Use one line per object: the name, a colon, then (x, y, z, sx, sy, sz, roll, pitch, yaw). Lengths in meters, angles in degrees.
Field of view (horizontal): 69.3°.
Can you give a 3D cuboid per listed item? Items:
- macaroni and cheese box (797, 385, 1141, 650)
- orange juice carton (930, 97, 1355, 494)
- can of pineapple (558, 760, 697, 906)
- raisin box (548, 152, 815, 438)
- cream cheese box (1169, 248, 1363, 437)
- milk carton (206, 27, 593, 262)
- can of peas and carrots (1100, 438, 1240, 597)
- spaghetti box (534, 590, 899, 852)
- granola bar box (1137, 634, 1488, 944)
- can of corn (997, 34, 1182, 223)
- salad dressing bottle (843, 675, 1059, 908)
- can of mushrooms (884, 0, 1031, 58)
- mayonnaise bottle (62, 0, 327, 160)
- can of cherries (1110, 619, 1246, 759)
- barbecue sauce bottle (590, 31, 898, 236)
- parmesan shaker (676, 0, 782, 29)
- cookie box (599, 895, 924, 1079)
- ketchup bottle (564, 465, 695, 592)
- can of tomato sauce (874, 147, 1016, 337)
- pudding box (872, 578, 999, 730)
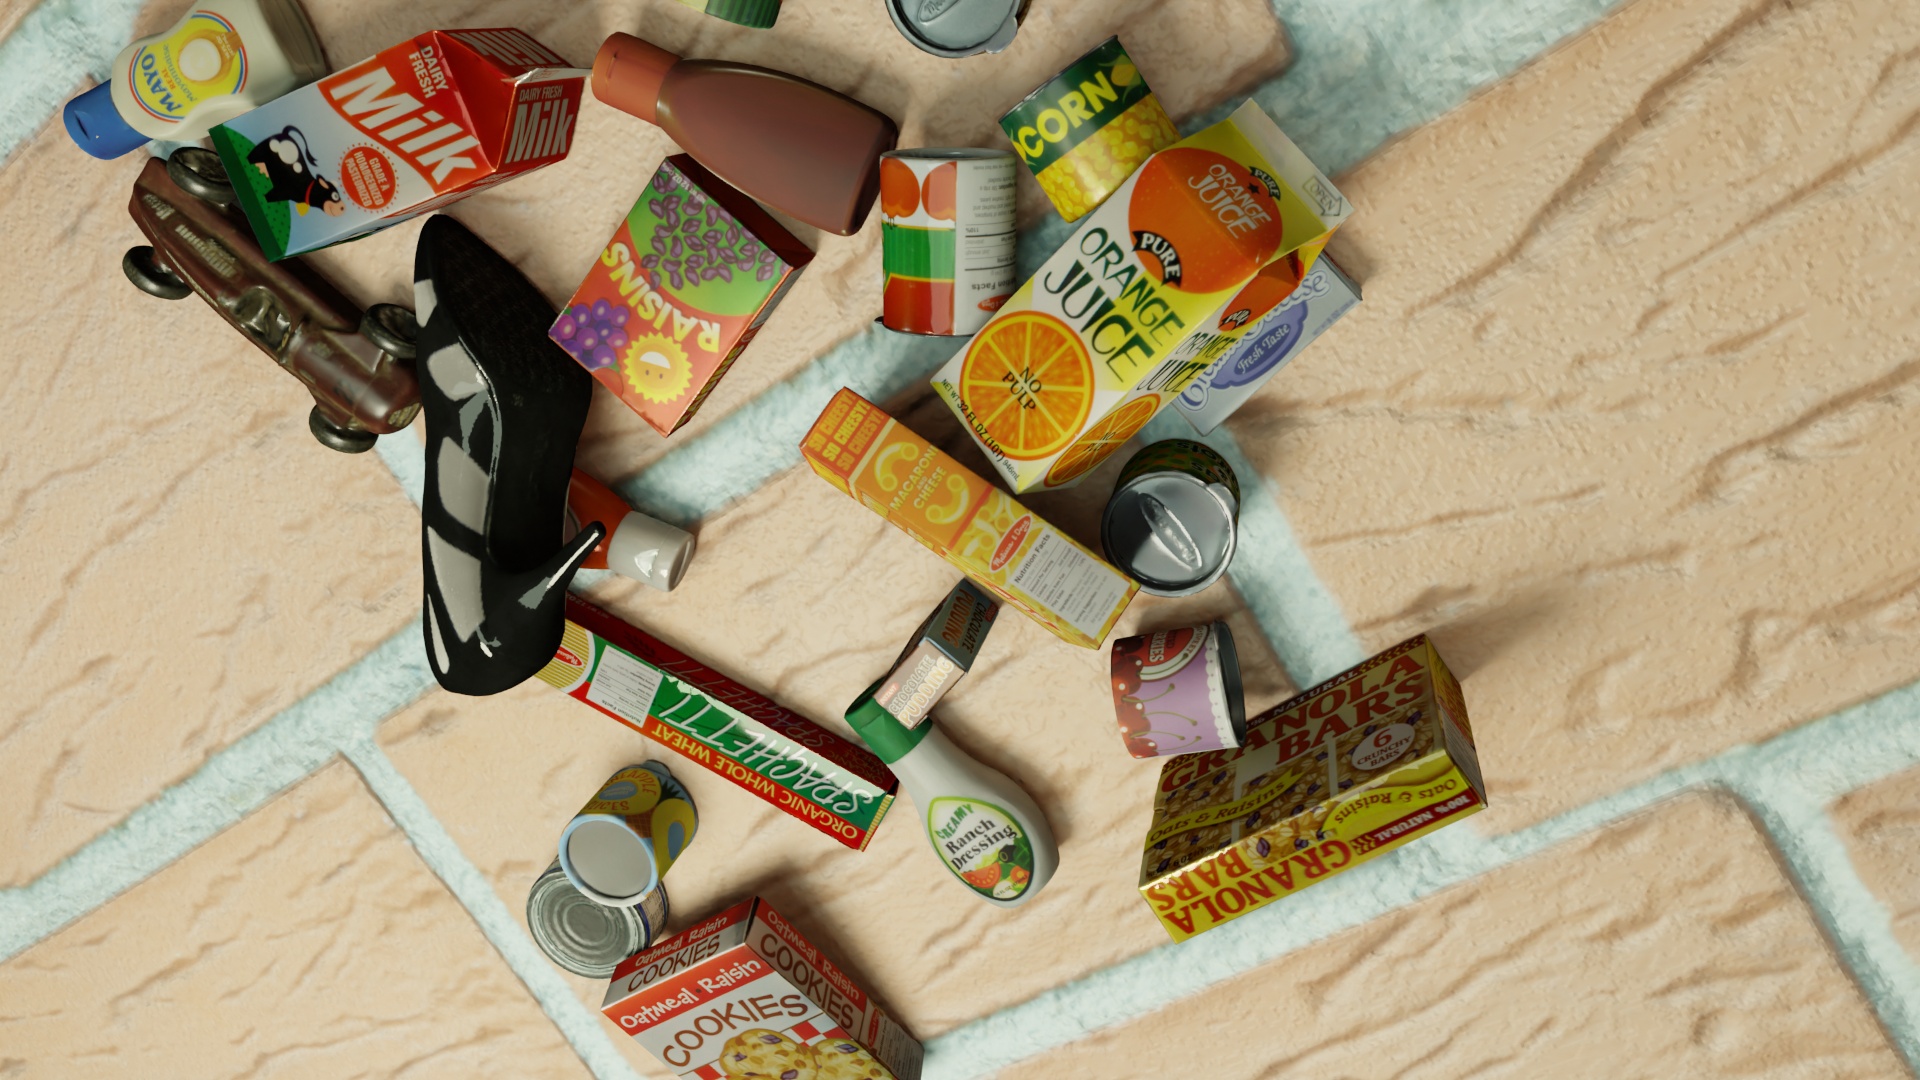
macaroni and cheese box: (0.002, -0.009, 0.693, 0.166, 0.123, 0.040, 34, 86, 0)
orange juice carton: (0.084, -0.109, 0.639, 0.192, 0.073, 0.072, -43, 75, 24)
can of pineapple: (-0.204, 0.179, 0.851, 0.071, 0.058, 0.070, 5, 111, 13)
raisin box: (-0.148, -0.128, 0.731, 0.086, 0.040, 0.123, 41, 115, -4)
cream cheese box: (0.139, -0.103, 0.676, 0.053, 0.024, 0.103, 46, 114, -4)
milk carton: (-0.277, -0.210, 0.714, 0.190, 0.072, 0.073, -14, 106, 18)
can of peas and carrots: (0.109, -0.014, 0.699, 0.071, 0.059, 0.070, 4, 111, 12)
spaghetti box: (-0.154, 0.104, 0.826, 0.250, 0.029, 0.050, 28, 114, 3)
granola bar box: (0.172, 0.122, 0.698, 0.165, 0.125, 0.039, -32, 100, 22)
can of corn: (0.060, -0.188, 0.639, 0.071, 0.071, 0.058, -31, 101, 23)
salad dressing bottle: (-0.006, 0.143, 0.795, 0.064, 0.044, 0.147, -38, 97, 22)
can of mushrooms: (0.001, -0.258, 0.648, 0.071, 0.033, 0.070, 4, 111, 12)
mayonnaise bottle: (-0.418, -0.249, 0.751, 0.148, 0.041, 0.064, -17, 106, 19)
can of cherries: (0.114, 0.077, 0.728, 0.058, 0.072, 0.071, -10, 108, 19)
barbecue sauce bottle: (-0.109, -0.207, 0.689, 0.148, 0.044, 0.064, 25, 103, 5)
parmesan shaker: (-0.102, -0.300, 0.642, 0.071, 0.071, 0.102, 27, 115, 3)
cookie box: (-0.122, 0.306, 0.870, 0.122, 0.040, 0.167, -30, 114, 23)
ketchup bottle: (-0.226, -0.014, 0.791, 0.149, 0.044, 0.064, 21, 105, 5)
can of tomato sauce: (-0.007, -0.146, 0.675, 0.071, 0.071, 0.082, 5, 111, 12)
pudding box: (-0.011, 0.060, 0.743, 0.030, 0.084, 0.049, 40, 115, -3)
